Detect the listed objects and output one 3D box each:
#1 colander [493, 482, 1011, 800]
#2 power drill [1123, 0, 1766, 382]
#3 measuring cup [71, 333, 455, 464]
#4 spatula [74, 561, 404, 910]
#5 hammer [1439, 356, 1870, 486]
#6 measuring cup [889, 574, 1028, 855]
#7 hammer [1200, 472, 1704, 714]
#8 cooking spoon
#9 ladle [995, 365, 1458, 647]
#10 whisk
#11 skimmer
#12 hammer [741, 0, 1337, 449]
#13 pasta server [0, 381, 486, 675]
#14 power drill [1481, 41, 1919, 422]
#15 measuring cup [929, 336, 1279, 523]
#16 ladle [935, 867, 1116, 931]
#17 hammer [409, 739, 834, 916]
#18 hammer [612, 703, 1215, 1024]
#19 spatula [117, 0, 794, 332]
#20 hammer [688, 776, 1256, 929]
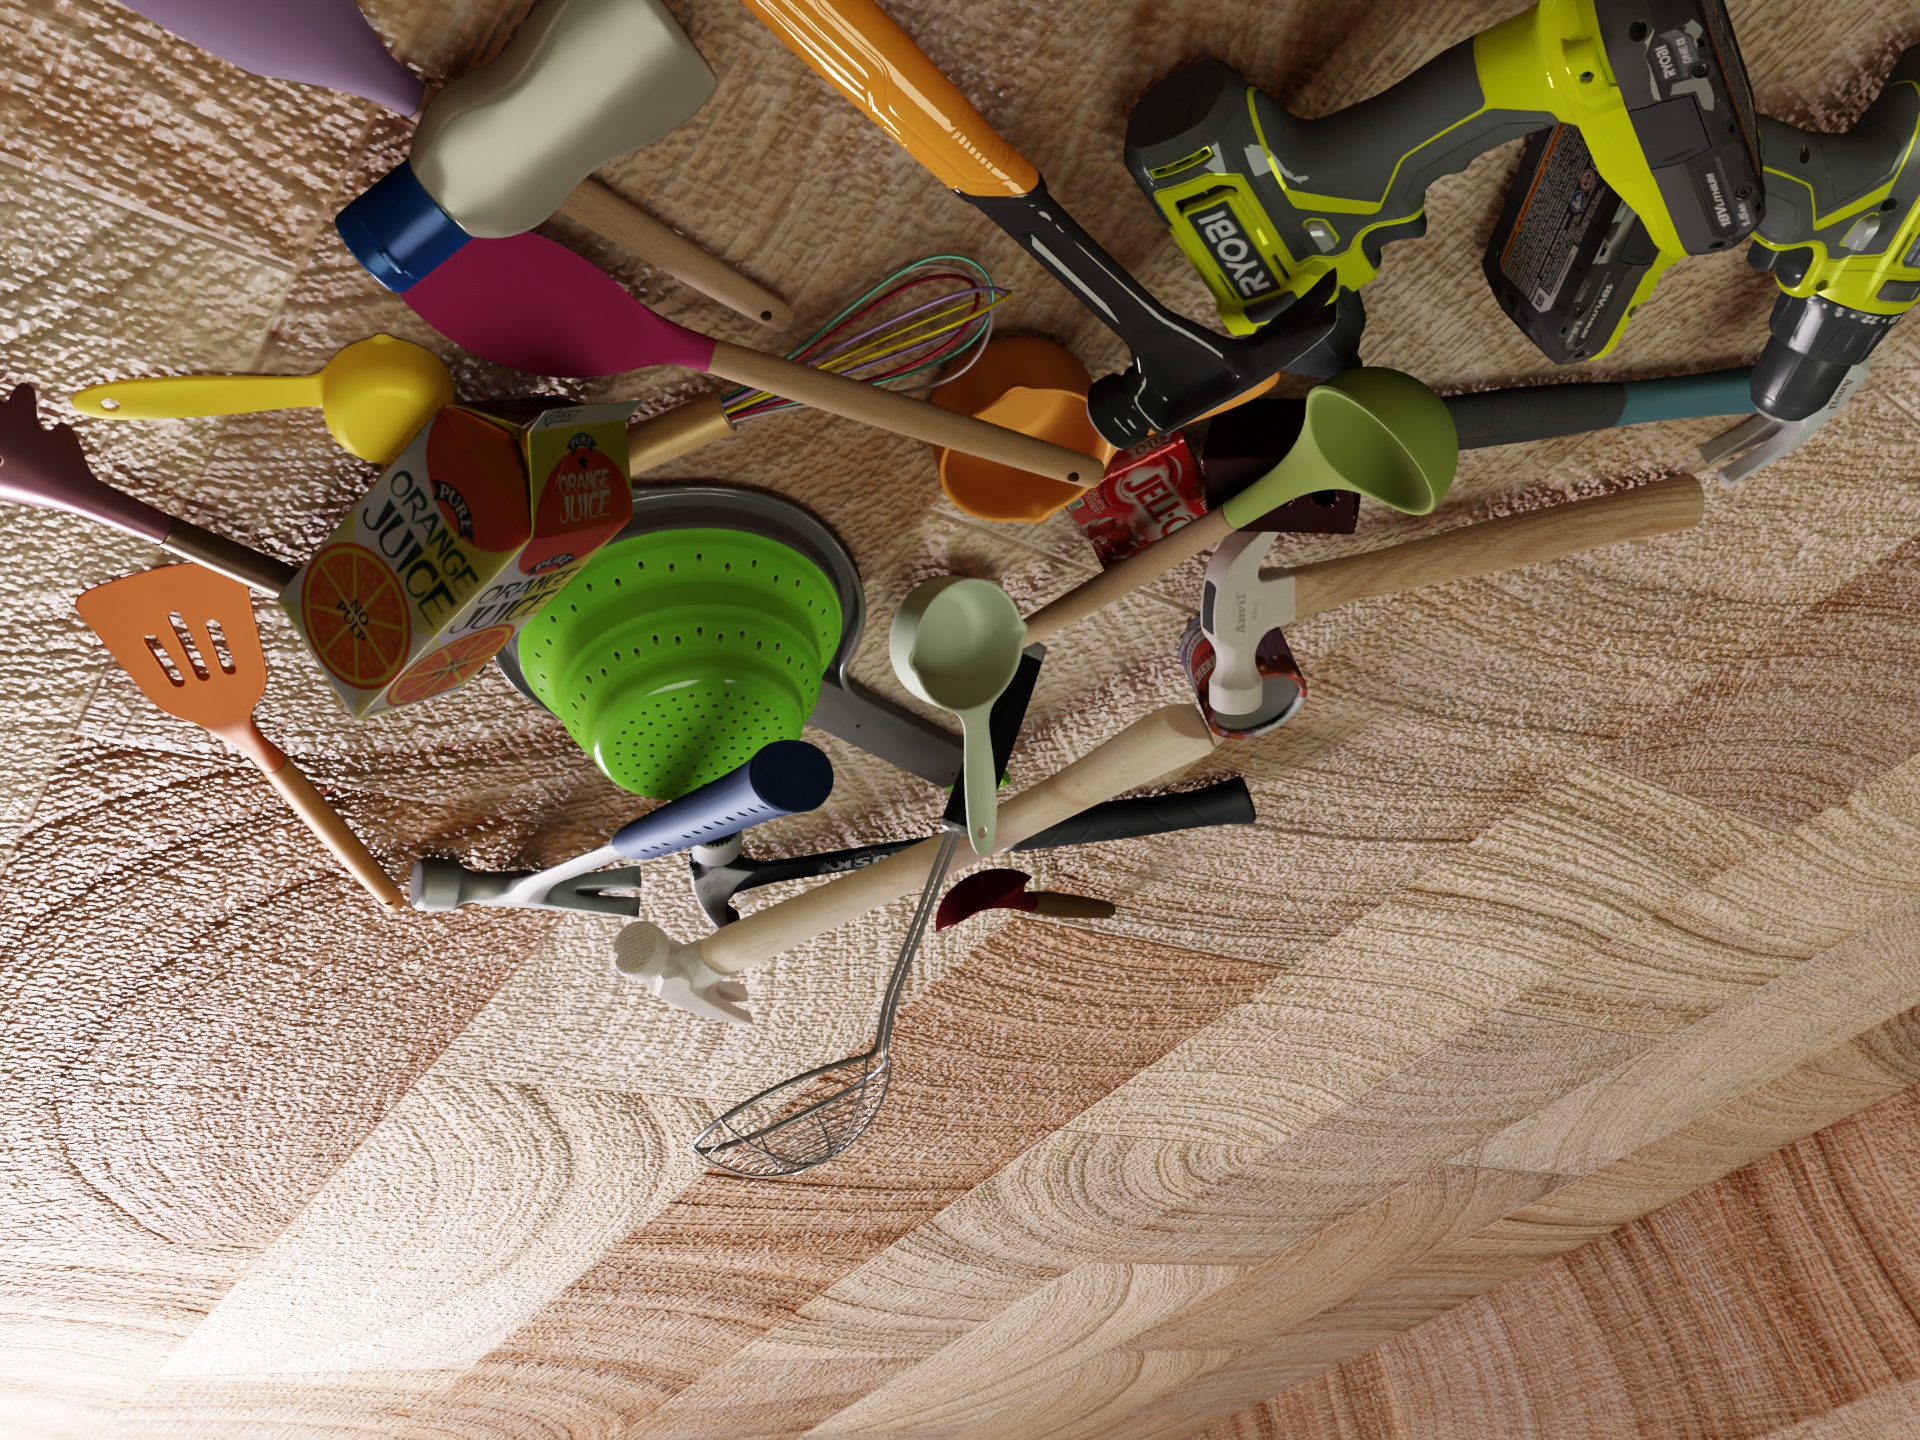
[{"bbox_3d":[-0.093,0.005,0.907,0.204,0.095,0.396,-35,140,25],"label":"colander"},{"bbox_3d":[0.204,-0.225,0.665,0.223,0.080,0.171,-12,141,35],"label":"power drill"},{"bbox_3d":[-0.301,-0.134,0.693,0.156,0.029,0.062,-6,144,-17],"label":"measuring cup"},{"bbox_3d":[-0.376,0.027,0.893,0.081,0.041,0.322,-15,149,-5],"label":"spatula"},{"bbox_3d":[0.353,-0.176,0.889,0.331,0.033,0.128,-8,143,-11],"label":"hammer"},{"bbox_3d":[-0.001,-0.003,0.914,0.083,0.038,0.167,-18,114,-32],"label":"measuring cup"},{"bbox_3d":[0.296,-0.101,0.942,0.331,0.031,0.130,-14,118,-14],"label":"hammer"},{"bbox_3d":[-0.085,-0.153,0.701,0.318,0.017,0.068,15,134,-13],"label":"cooking spoon"},{"bbox_3d":[0.117,-0.088,0.820,0.078,0.062,0.320,47,138,-14],"label":"ladle"},{"bbox_3d":[-0.090,-0.153,0.738,0.245,0.047,0.051,-21,139,10],"label":"whisk"},{"bbox_3d":[-0.051,0.111,0.960,0.363,0.090,0.127,-68,157,-3],"label":"skimmer"},{"bbox_3d":[0.004,-0.228,0.619,0.336,0.034,0.127,33,141,-32],"label":"hammer"},{"bbox_3d":[-0.350,-0.084,0.746,0.060,0.040,0.316,-43,143,14],"label":"pasta server"},{"bbox_3d":[0.380,-0.231,0.773,0.228,0.080,0.190,-4,134,-18],"label":"power drill"},{"bbox_3d":[0.067,-0.159,0.787,0.173,0.052,0.095,-18,145,-1],"label":"measuring cup"},{"bbox_3d":[0.058,0.128,1.116,0.069,0.031,0.315,-29,162,16],"label":"ladle"},{"bbox_3d":[-0.179,0.069,0.881,0.144,0.035,0.405,7,164,-32],"label":"hammer"},{"bbox_3d":[-0.021,0.097,1.051,0.410,0.038,0.146,-26,147,14],"label":"hammer"},{"bbox_3d":[-0.187,-0.230,0.620,0.315,0.018,0.059,24,125,-41],"label":"spatula"},{"bbox_3d":[0.016,0.087,1.114,0.409,0.036,0.149,-7,145,-12],"label":"hammer"}]
